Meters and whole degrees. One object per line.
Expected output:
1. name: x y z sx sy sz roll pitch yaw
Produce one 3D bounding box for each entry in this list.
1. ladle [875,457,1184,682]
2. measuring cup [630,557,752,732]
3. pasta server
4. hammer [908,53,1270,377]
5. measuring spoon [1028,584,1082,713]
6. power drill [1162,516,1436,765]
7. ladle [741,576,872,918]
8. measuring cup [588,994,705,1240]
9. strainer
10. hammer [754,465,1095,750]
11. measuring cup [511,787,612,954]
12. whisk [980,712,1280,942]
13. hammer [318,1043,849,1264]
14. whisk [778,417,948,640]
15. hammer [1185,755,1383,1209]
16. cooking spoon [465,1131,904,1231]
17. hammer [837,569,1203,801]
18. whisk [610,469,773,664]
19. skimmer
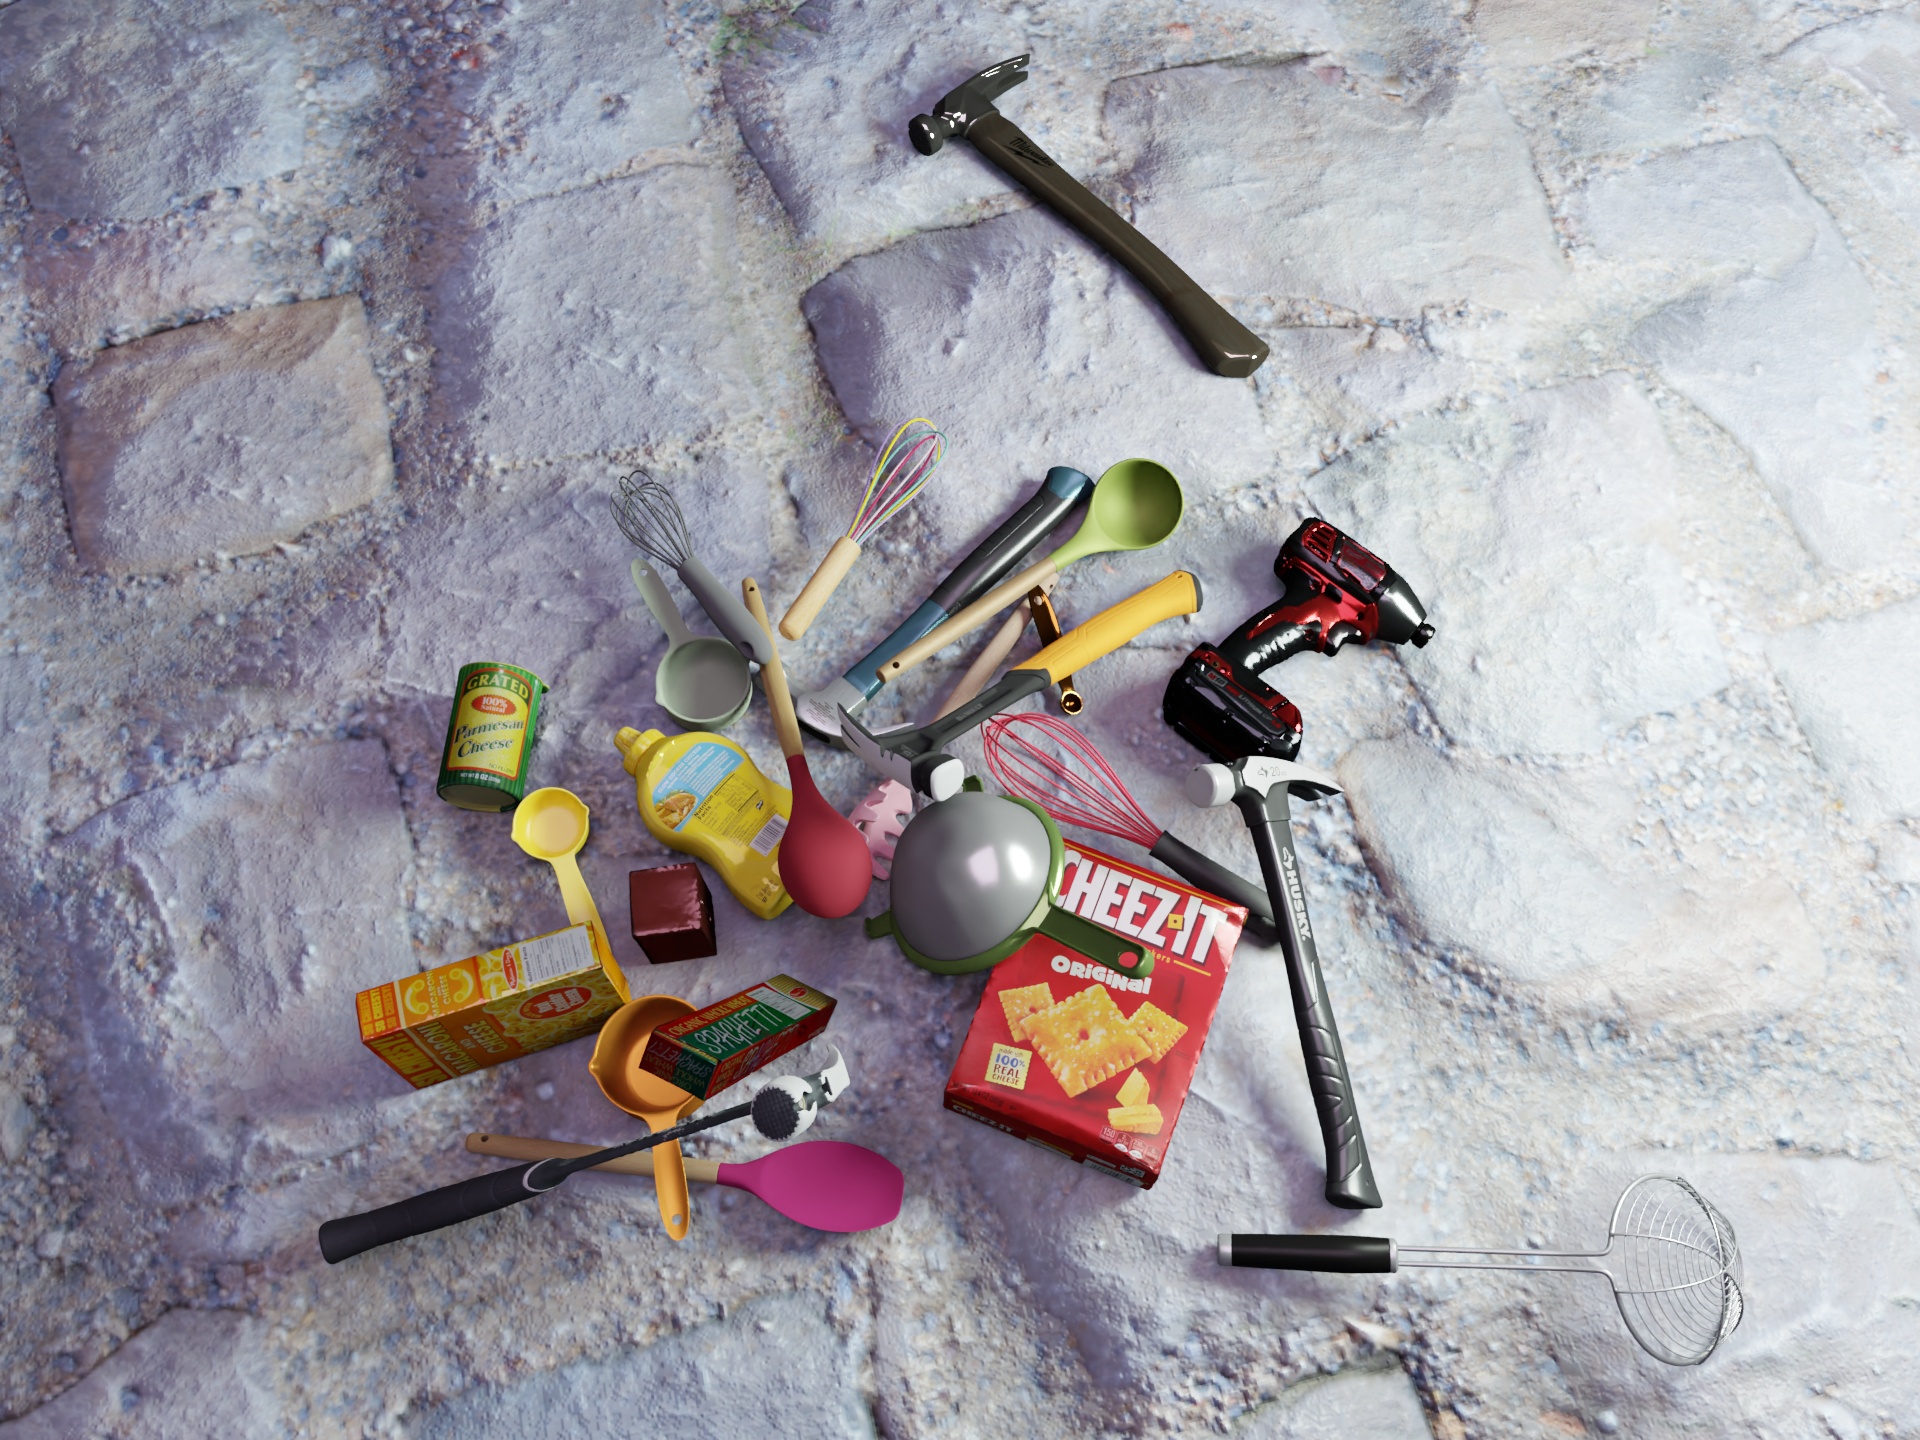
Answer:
1. ladle: 0.059 -0.119 1.291 0.320 0.062 0.078 -35 84 -27
2. measuring cup: -0.228 -0.062 1.304 0.083 0.038 0.168 -27 68 -12
3. pasta server: -0.002 -0.004 1.281 0.040 0.060 0.316 21 63 31
4. hammer: 0.138 -0.469 1.486 0.146 0.038 0.411 -39 73 -17
5. measuring spoon: 0.076 -0.058 1.311 0.021 0.011 0.117 -10 75 -27
6. power drill: 0.278 -0.055 1.290 0.143 0.078 0.220 39 69 14
7. ladle: -0.132 0.010 1.234 0.069 0.031 0.316 -11 57 -13
8. measuring cup: -0.210 0.287 1.143 0.095 0.052 0.174 -11 67 -4
9. strainer: 0.031 0.121 1.140 0.257 0.069 0.151 21 71 47
10. hammer: -0.010 -0.102 1.326 0.128 0.033 0.331 41 72 16
11. measuring cup: -0.299 0.127 1.232 0.062 0.029 0.156 -21 80 -9
12. whisk: 0.137 0.083 1.236 0.296 0.073 0.073 34 70 8
13. hammer: -0.259 0.296 1.066 0.409 0.149 0.036 -21 86 15
14. whisk: -0.079 -0.161 1.337 0.051 0.047 0.245 23 64 19
15. hammer: 0.257 0.190 1.169 0.146 0.035 0.335 -2 76 -41
16. cooking spoon: -0.199 0.323 1.146 0.319 0.017 0.069 7 47 3
17. hammer: 0.064 -0.044 1.255 0.337 0.034 0.127 -30 40 -31
18. whisk: -0.219 -0.126 1.302 0.055 0.055 0.239 -34 60 -14
19. skimmer: 0.366 0.382 1.125 0.363 0.090 0.127 -1 71 10
